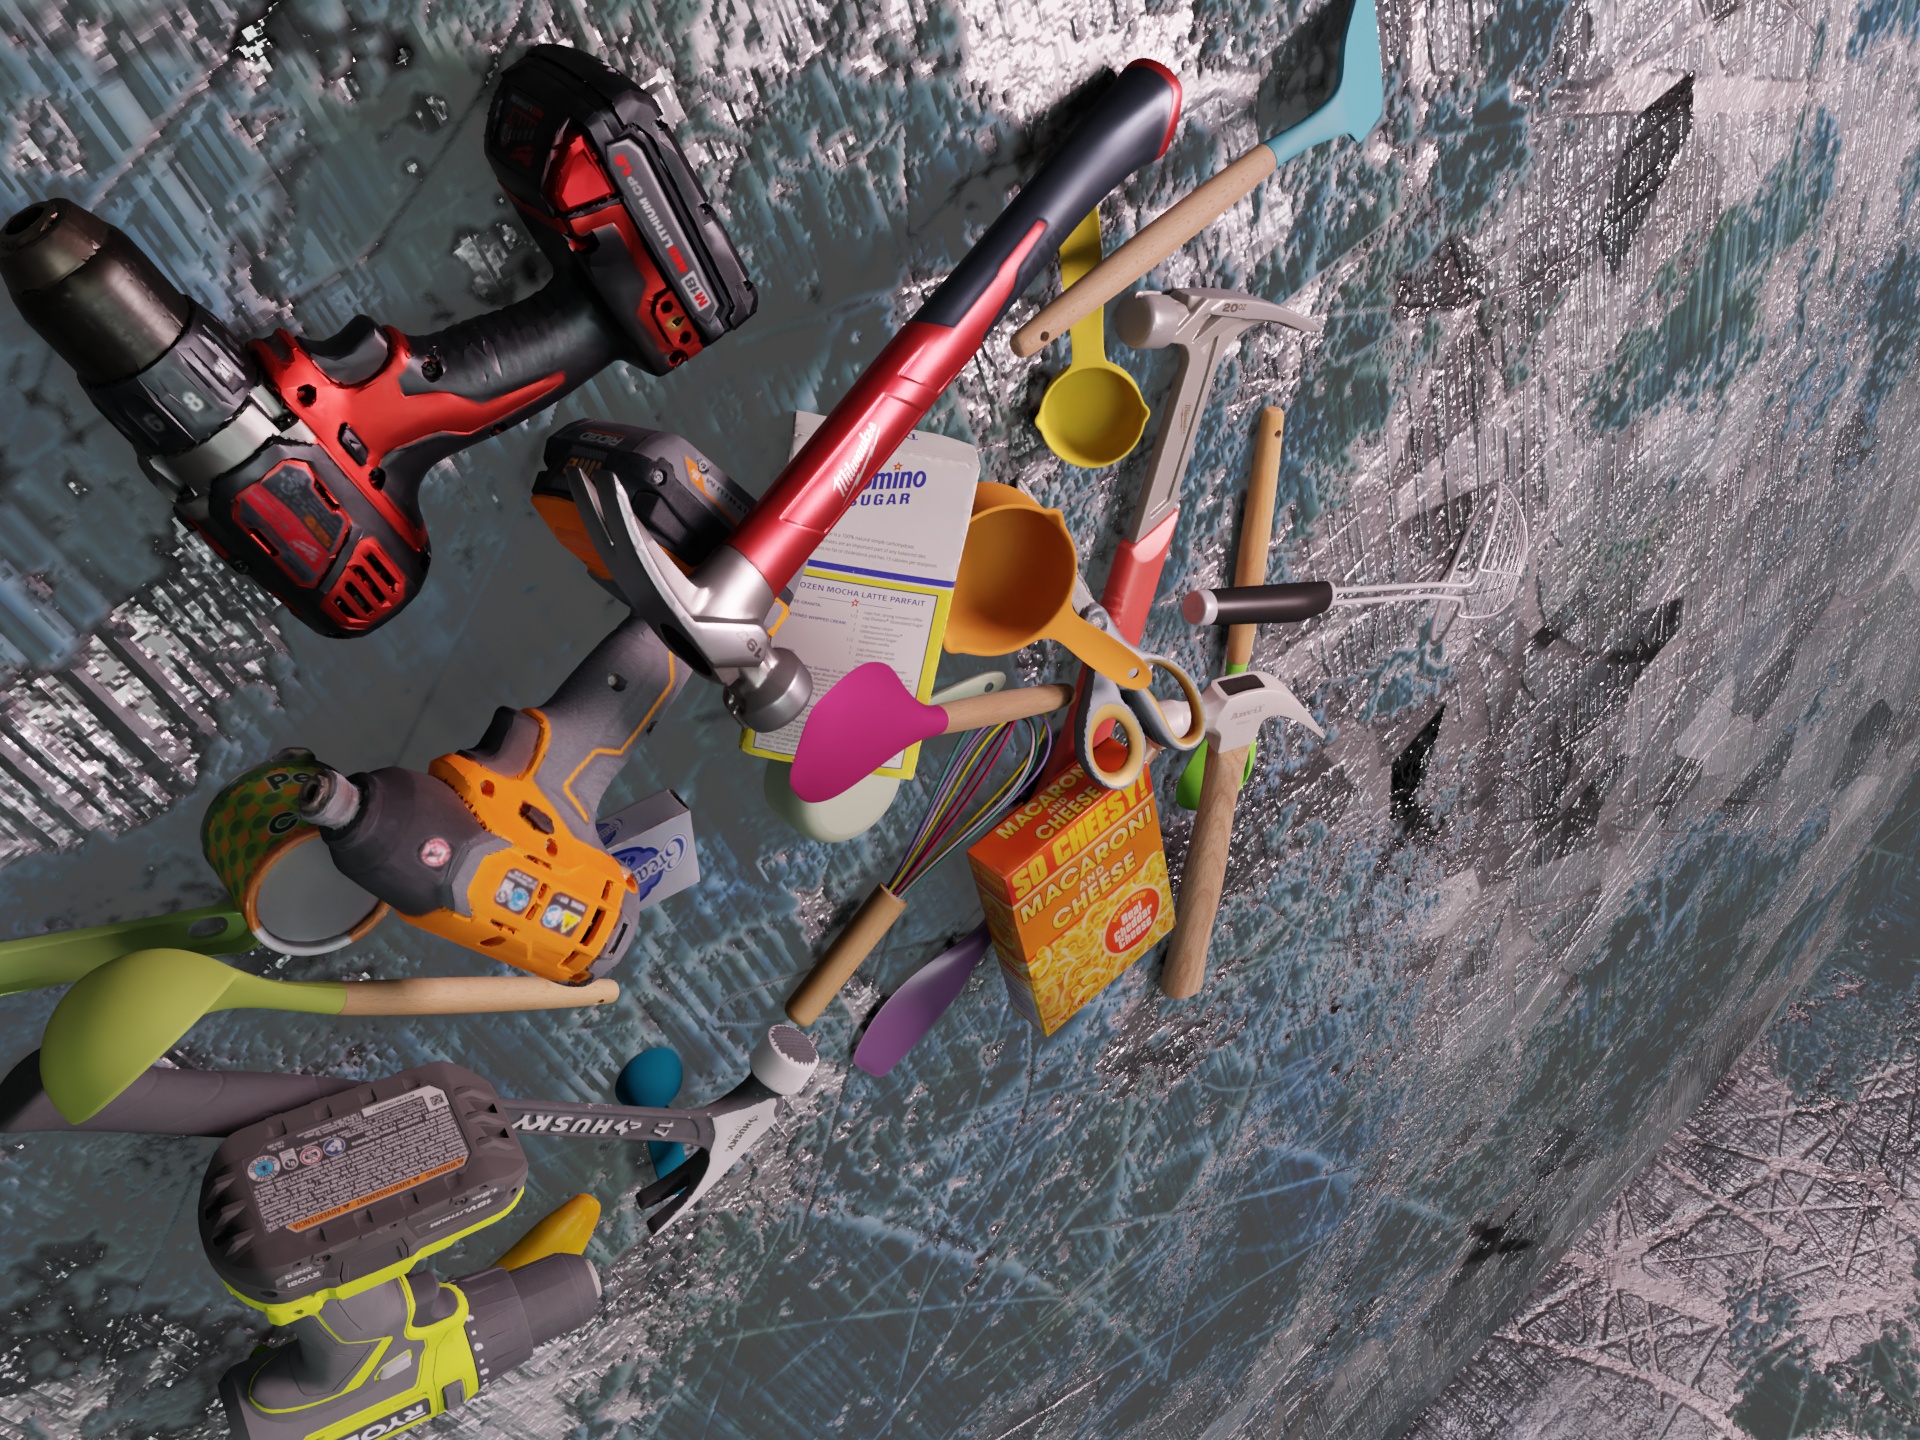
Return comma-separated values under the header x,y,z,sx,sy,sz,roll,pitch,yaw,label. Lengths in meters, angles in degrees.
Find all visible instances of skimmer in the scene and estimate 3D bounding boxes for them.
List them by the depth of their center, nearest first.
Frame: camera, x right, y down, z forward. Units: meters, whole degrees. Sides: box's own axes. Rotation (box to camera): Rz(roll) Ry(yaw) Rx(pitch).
x,y,z,sx,sy,sz,roll,pitch,yaw,label
0.271,-0.101,1.098,0.363,0.090,0.127,-7,126,-36,skimmer

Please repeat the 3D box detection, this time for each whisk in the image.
x,y,z,sx,sy,sz,roll,pitch,yaw,label
-0.030,0.086,0.963,0.245,0.051,0.047,-52,175,6,whisk

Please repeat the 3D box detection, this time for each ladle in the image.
x,y,z,sx,sy,sz,roll,pitch,yaw,label
-0.261,0.137,0.728,0.078,0.062,0.320,-35,158,19,ladle

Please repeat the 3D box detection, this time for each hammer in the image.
x,y,z,sx,sy,sz,roll,pitch,yaw,label
-0.015,-0.183,0.710,0.386,0.038,0.143,-54,135,-22,hammer
-0.262,0.202,0.807,0.408,0.036,0.149,18,115,-45,hammer
0.112,-0.085,0.978,0.149,0.037,0.359,-8,123,-41,hammer
0.180,0.093,1.144,0.130,0.031,0.331,-16,138,-16,hammer

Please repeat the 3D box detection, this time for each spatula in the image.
x,y,z,sx,sy,sz,roll,pitch,yaw,label
0.136,-0.283,0.838,0.317,0.044,0.082,-40,136,-18,spatula
0.040,0.115,1.068,0.316,0.018,0.059,-48,141,-5,spatula

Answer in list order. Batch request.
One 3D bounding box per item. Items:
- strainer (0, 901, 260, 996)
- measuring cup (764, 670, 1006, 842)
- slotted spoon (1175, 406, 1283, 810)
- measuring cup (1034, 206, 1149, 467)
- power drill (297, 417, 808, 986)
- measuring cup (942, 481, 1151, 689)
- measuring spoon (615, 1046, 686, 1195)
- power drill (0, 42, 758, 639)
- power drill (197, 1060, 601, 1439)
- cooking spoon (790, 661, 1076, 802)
x,y,z,sx,sy,sz,roll,pitch,yaw,label
-0.393,0.116,0.608,0.256,0.069,0.151,-9,124,-38,strainer
-0.032,0.014,0.907,0.167,0.038,0.083,-26,134,-26,measuring cup
0.190,-0.063,1.078,0.070,0.031,0.313,-19,128,-29,slotted spoon
0.066,-0.213,0.846,0.062,0.029,0.156,-4,114,5,measuring cup
-0.172,-0.012,0.679,0.164,0.084,0.226,39,72,-51,power drill
0.041,-0.067,0.884,0.173,0.052,0.095,32,101,-38,measuring cup
-0.175,0.248,0.951,0.042,0.021,0.128,-27,132,-28,measuring spoon
-0.207,-0.156,0.589,0.227,0.080,0.187,-41,139,-10,power drill
-0.271,0.274,0.786,0.190,0.080,0.228,-17,138,-29,power drill
-0.001,-0.003,0.821,0.319,0.017,0.068,-12,123,-65,cooking spoon
